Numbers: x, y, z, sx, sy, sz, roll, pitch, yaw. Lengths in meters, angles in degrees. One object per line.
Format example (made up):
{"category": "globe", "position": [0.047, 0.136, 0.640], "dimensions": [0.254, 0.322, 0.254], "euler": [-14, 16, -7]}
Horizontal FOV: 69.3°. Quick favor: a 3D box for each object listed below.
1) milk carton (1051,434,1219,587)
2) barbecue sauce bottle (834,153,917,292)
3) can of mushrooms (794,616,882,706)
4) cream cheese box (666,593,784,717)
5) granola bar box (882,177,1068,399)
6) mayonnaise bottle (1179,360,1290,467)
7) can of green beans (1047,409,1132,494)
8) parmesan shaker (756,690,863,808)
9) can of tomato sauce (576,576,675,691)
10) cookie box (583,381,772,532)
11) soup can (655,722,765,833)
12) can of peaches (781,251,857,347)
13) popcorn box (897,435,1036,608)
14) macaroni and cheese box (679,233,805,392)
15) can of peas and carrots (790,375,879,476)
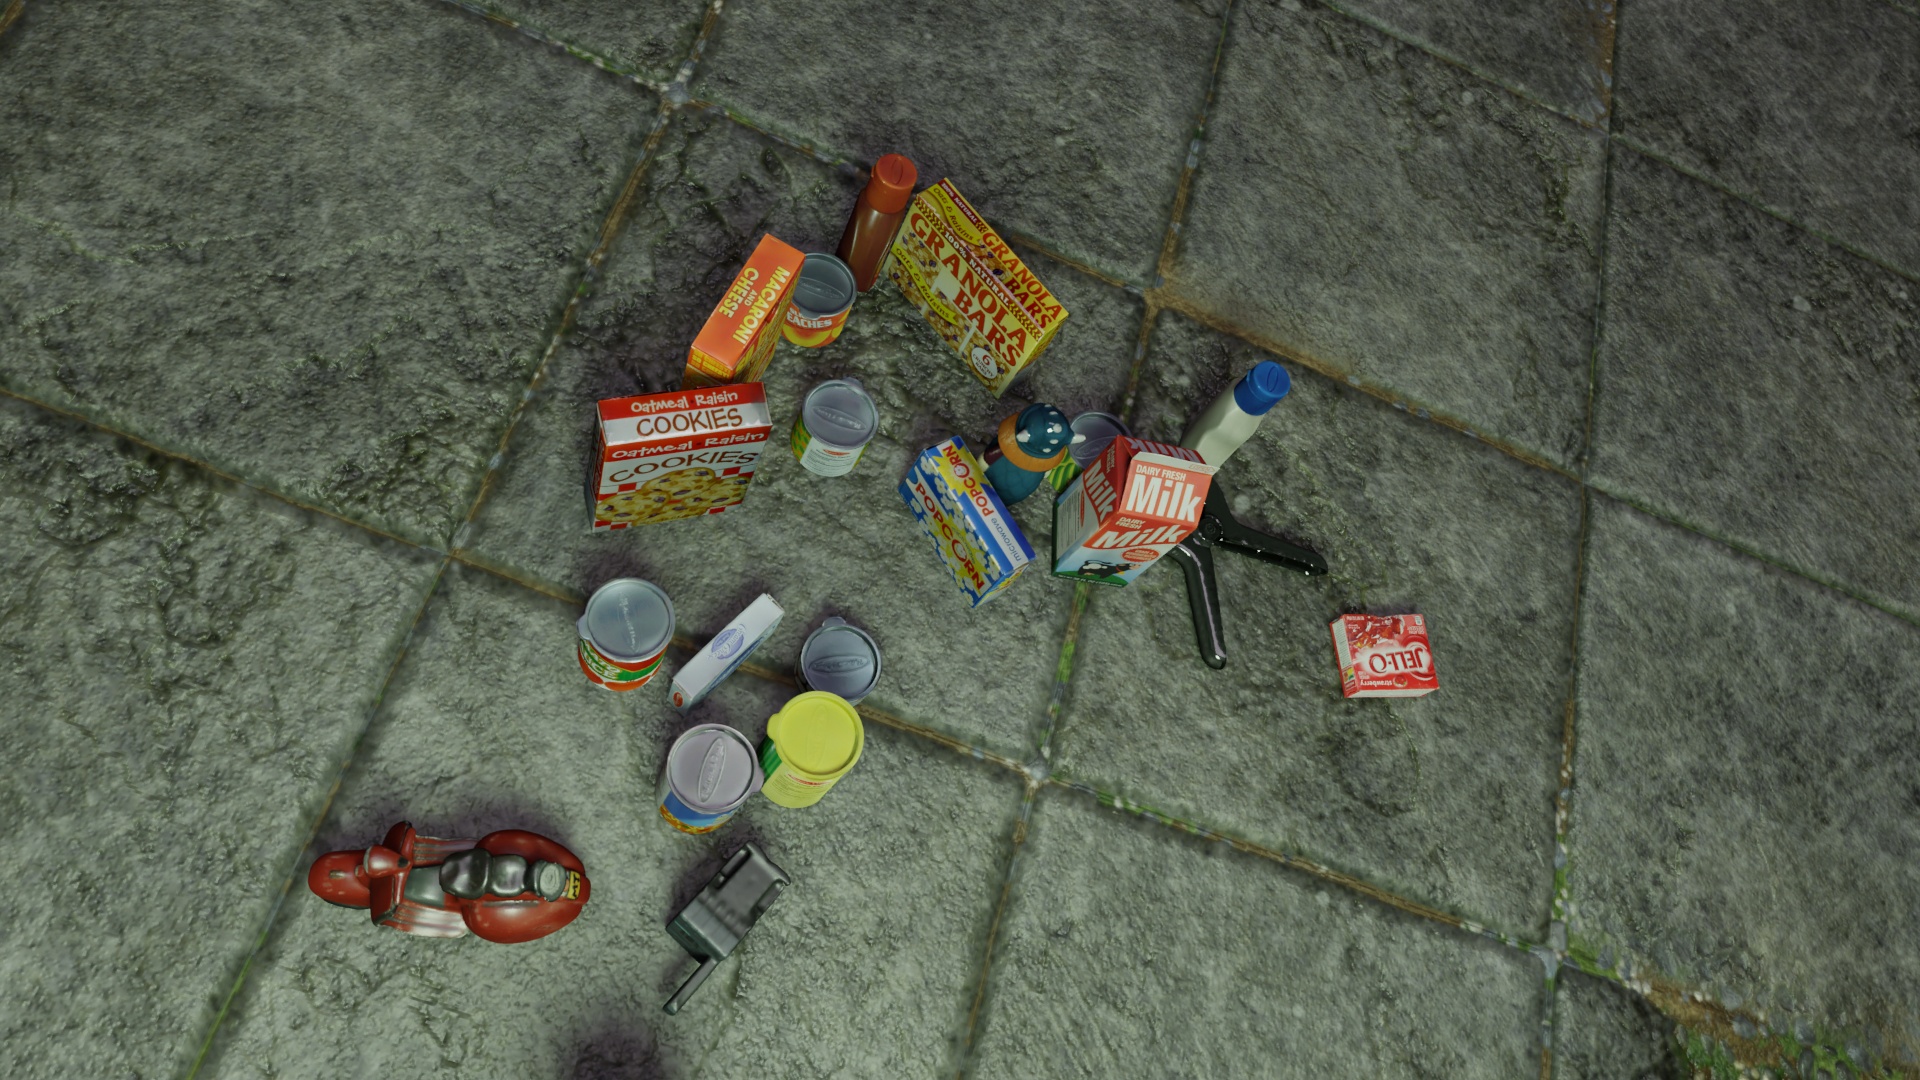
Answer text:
{"category": "milk carton", "position": [0.143, -0.029, 1.165], "dimensions": [0.072, 0.189, 0.074], "euler": [9, 66, -15]}
{"category": "barbecue sauce bottle", "position": [-0.075, -0.282, 1.224], "dimensions": [0.044, 0.148, 0.065], "euler": [13, 65, -13]}
{"category": "can of mushrooms", "position": [-0.099, 0.100, 1.119], "dimensions": [0.071, 0.033, 0.071], "euler": [7, 66, -16]}
{"category": "cream cheese box", "position": [-0.184, 0.089, 1.084], "dimensions": [0.024, 0.053, 0.104], "euler": [43, 62, 3]}
{"category": "granola bar box", "position": [0.011, -0.223, 1.241], "dimensions": [0.039, 0.123, 0.165], "euler": [-38, 84, -27]}
{"category": "mayonnaise bottle", "position": [0.247, -0.112, 1.259], "dimensions": [0.041, 0.147, 0.065], "euler": [23, 63, -8]}
{"category": "can of green beans", "position": [0.115, -0.075, 1.251], "dimensions": [0.071, 0.057, 0.071], "euler": [7, 66, -16]}
{"category": "parmesan shaker", "position": [-0.119, 0.158, 1.048], "dimensions": [0.071, 0.102, 0.071], "euler": [7, 66, -16]}
{"category": "can of tomato sauce", "position": [-0.255, 0.073, 1.050], "dimensions": [0.071, 0.082, 0.071], "euler": [7, 66, -16]}
{"category": "cookie box", "position": [-0.221, -0.064, 1.072], "dimensions": [0.123, 0.166, 0.040], "euler": [-10, 72, -22]}
{"category": "soup can", "position": [-0.186, 0.178, 1.028], "dimensions": [0.071, 0.083, 0.071], "euler": [7, 66, -16]}
{"category": "can of peaches", "position": [-0.130, -0.210, 1.226], "dimensions": [0.071, 0.057, 0.071], "euler": [7, 66, -16]}
{"category": "popcorn box", "position": [0.004, -0.015, 1.172], "dimensions": [0.038, 0.085, 0.127], "euler": [-27, 79, -26]}
{"category": "macaroni and cheese box", "position": [-0.182, -0.152, 1.123], "dimensions": [0.040, 0.165, 0.124], "euler": [29, 62, -5]}
{"category": "can of peas and carrots", "position": [-0.108, -0.097, 1.185], "dimensions": [0.071, 0.058, 0.071], "euler": [7, 66, -16]}
